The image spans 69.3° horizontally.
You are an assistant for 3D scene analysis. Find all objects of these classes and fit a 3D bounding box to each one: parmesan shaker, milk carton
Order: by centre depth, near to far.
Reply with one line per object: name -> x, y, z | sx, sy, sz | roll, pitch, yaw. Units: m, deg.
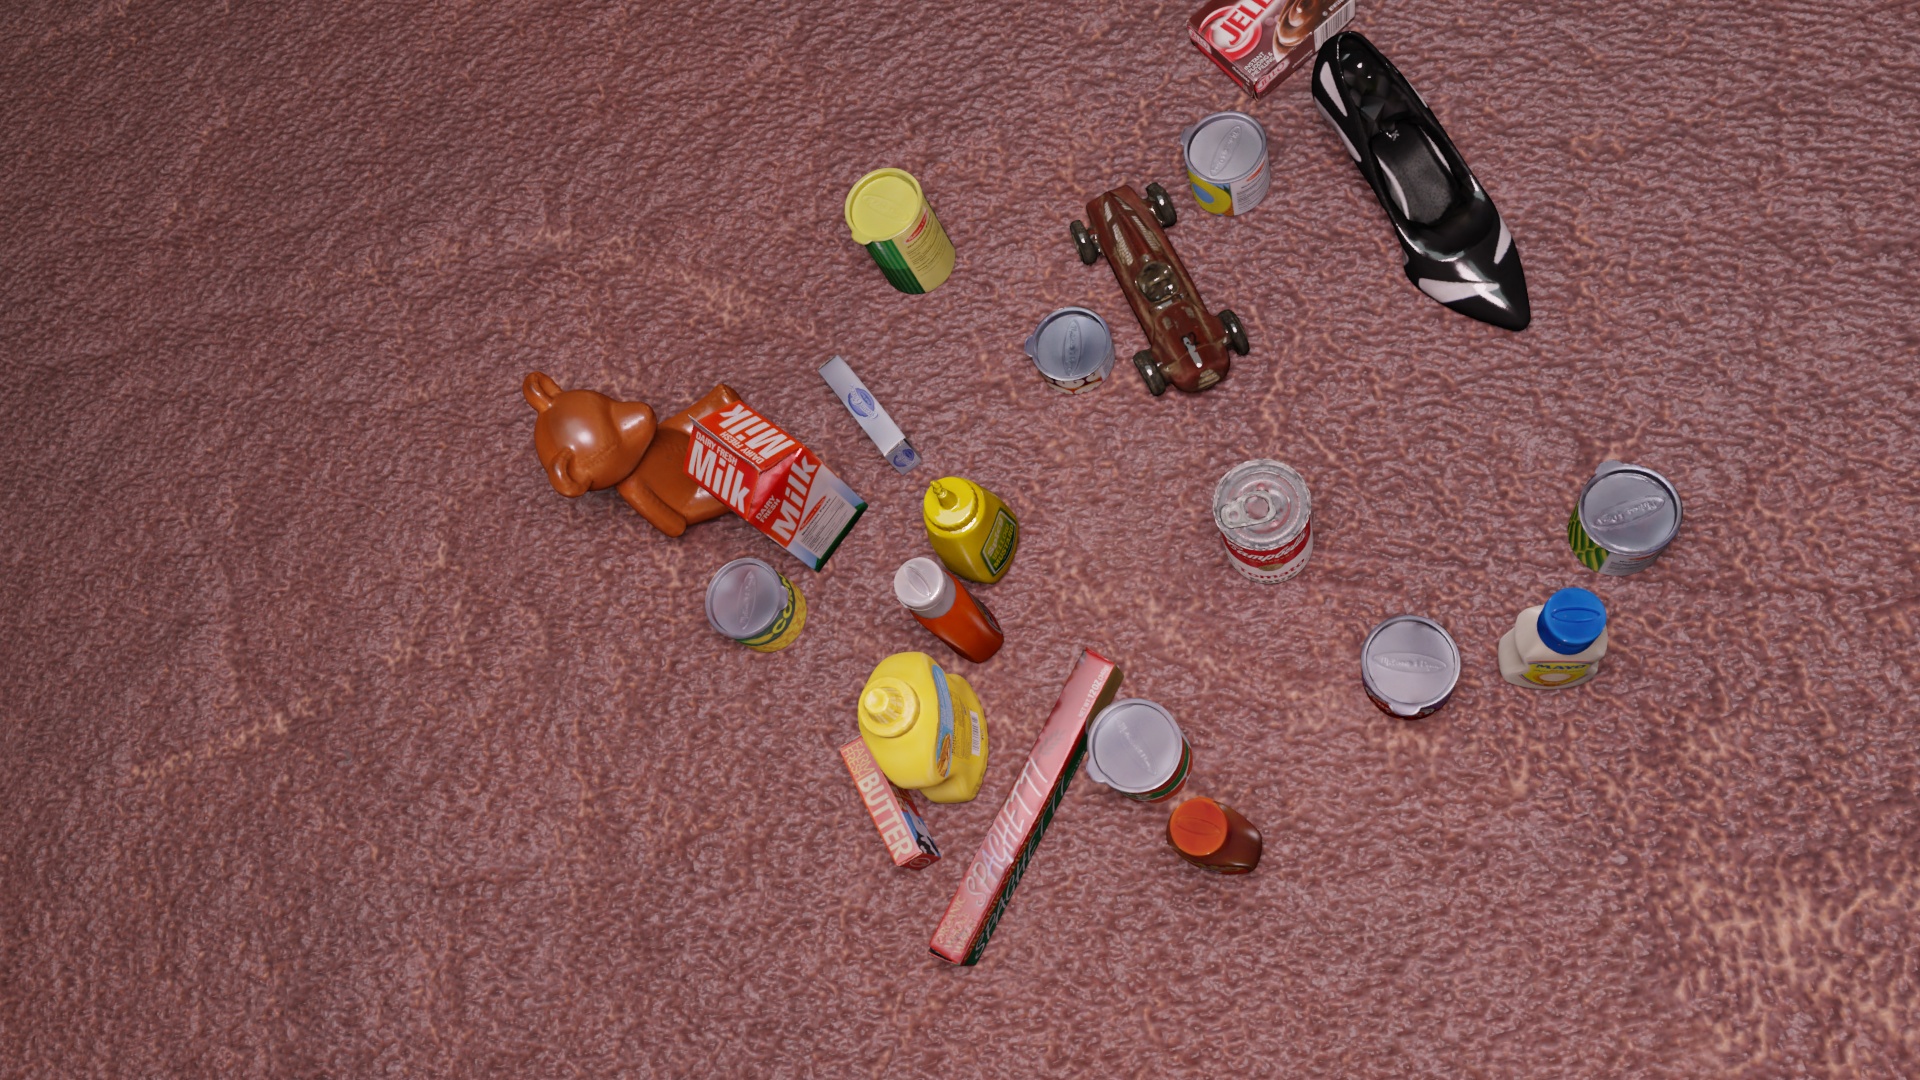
milk carton -> -0.148, -0.046, 1.085 | 0.072, 0.190, 0.073 | 35, 85, 22
parmesan shaker -> -0.051, -0.256, 1.172 | 0.071, 0.103, 0.071 | -4, 73, 14

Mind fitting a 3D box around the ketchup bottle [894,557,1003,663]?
ketchup bottle -> -0.011, 0.050, 1.040 | 0.043, 0.148, 0.065 | -43, 68, 0

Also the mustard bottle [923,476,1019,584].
mustard bottle -> 0.004, -0.013, 1.050 | 0.049, 0.160, 0.065 | 18, 79, 20

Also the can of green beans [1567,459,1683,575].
can of green beans -> 0.466, -0.013, 0.978 | 0.071, 0.057, 0.071 | -4, 72, 14

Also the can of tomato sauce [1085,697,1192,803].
can of tomato sauce -> 0.130, 0.155, 1.004 | 0.071, 0.083, 0.071 | -4, 72, 14

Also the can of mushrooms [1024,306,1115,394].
can of mushrooms -> 0.090, -0.155, 1.139 | 0.071, 0.033, 0.071 | -4, 72, 14

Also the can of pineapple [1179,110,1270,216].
can of pineapple -> 0.218, -0.309, 1.139 | 0.071, 0.057, 0.071 | -4, 72, 14

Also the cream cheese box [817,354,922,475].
cream cheese box -> -0.075, -0.104, 1.157 | 0.024, 0.053, 0.104 | -39, 67, 1

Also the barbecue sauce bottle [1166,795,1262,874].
barbecue sauce bottle -> 0.169, 0.200, 0.944 | 0.065, 0.148, 0.044 | 10, 77, 18

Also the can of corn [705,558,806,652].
can of corn -> -0.163, 0.054, 1.130 | 0.071, 0.058, 0.071 | -4, 72, 14

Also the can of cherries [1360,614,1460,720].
can of cherries -> 0.317, 0.093, 0.985 | 0.071, 0.058, 0.071 | -4, 72, 14

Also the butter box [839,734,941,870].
butter box -> -0.054, 0.200, 1.057 | 0.024, 0.053, 0.104 | -31, 68, 5

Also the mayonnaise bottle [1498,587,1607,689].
mayonnaise bottle -> 0.397, 0.066, 0.923 | 0.065, 0.148, 0.041 | -1, 74, 15

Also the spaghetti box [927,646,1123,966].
spaghetti box -> 0.051, 0.199, 1.030 | 0.029, 0.050, 0.250 | 25, 81, 21
